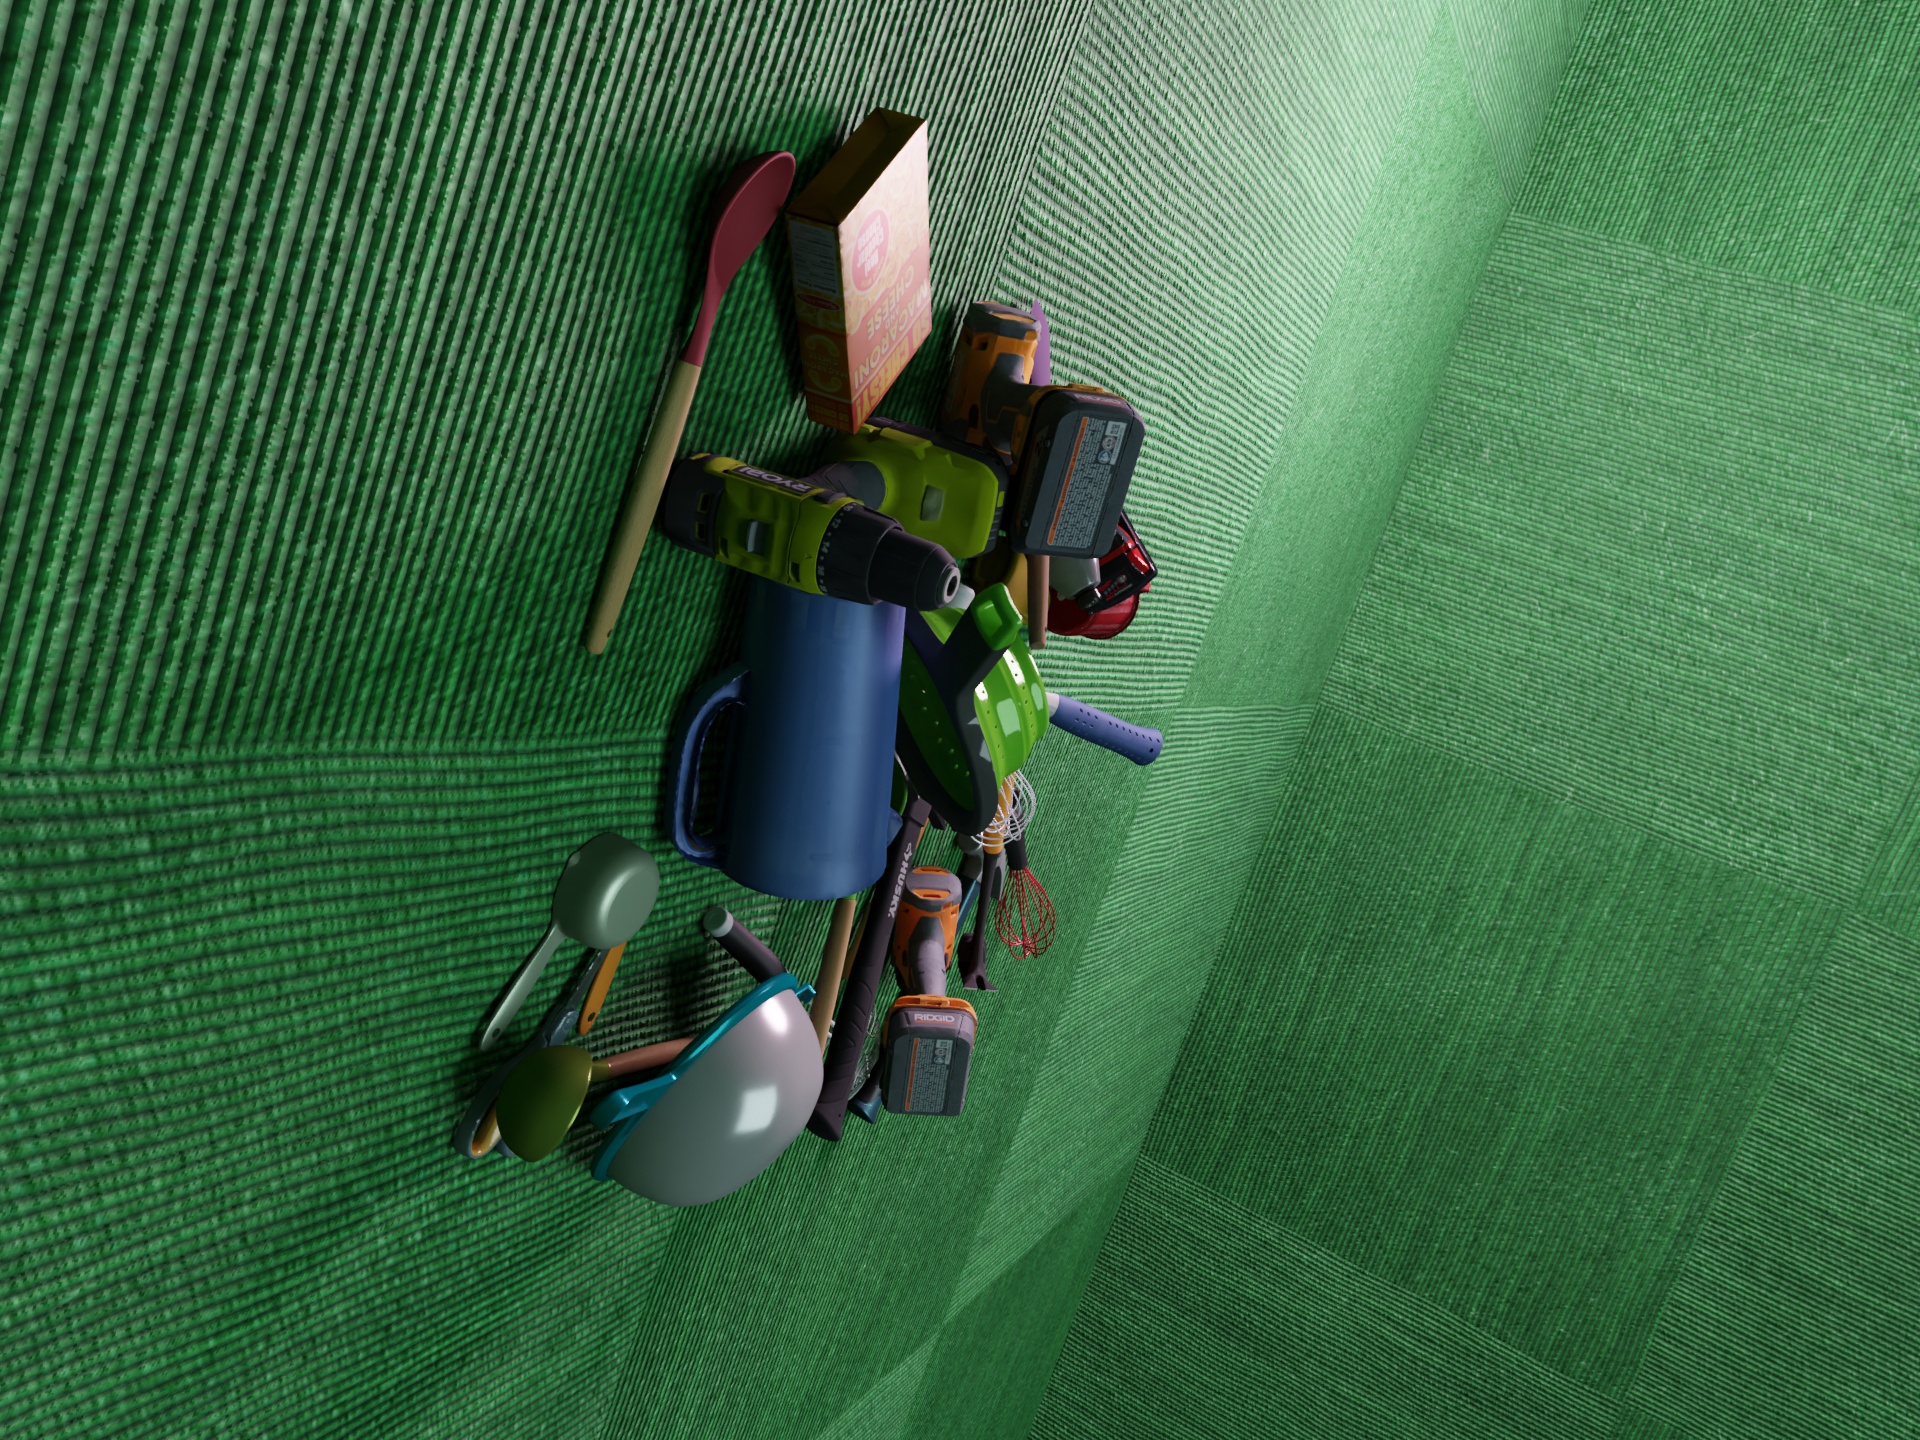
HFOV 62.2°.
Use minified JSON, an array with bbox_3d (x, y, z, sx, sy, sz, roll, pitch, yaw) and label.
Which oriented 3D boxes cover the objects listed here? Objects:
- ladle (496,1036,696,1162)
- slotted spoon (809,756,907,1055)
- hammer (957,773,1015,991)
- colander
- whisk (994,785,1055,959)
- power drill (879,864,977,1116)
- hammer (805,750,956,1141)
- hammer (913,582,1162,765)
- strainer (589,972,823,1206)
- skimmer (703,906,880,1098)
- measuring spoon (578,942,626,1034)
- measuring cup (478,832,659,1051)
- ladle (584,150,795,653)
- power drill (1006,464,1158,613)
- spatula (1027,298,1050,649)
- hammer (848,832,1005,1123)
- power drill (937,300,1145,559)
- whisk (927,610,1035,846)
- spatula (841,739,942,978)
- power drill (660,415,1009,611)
[{"bbox_3d":[-0.238,0.257,1.145,0.078,0.062,0.320,-54,166,3],"label":"ladle"},{"bbox_3d":[-0.103,0.174,1.333,0.031,0.070,0.314,61,41,-87],"label":"slotted spoon"},{"bbox_3d":[0.035,0.100,1.585,0.127,0.034,0.337,-113,-151,-79],"label":"hammer"},{"bbox_3d":[0.021,-0.039,1.164,0.094,0.204,0.397,-24,173,-16],"label":"colander"},{"bbox_3d":[0.067,0.175,1.812,0.073,0.073,0.295,-51,147,-34],"label":"whisk"},{"bbox_3d":[-0.034,0.270,1.531,0.227,0.084,0.164,-93,-171,-56],"label":"power drill"},{"bbox_3d":[-0.074,0.201,1.400,0.146,0.035,0.335,41,60,-55],"label":"hammer"},{"bbox_3d":[0.077,-0.011,1.527,0.405,0.035,0.144,21,94,-51],"label":"hammer"},{"bbox_3d":[-0.180,0.291,1.153,0.211,0.095,0.340,-47,171,-2],"label":"strainer"},{"bbox_3d":[-0.158,0.243,1.388,0.127,0.090,0.362,-63,148,-22],"label":"skimmer"},{"bbox_3d":[-0.245,0.172,1.134,0.117,0.011,0.021,-67,158,0],"label":"measuring spoon"},{"bbox_3d":[-0.256,0.152,1.051,0.168,0.038,0.083,-59,157,-25],"label":"measuring cup"},{"bbox_3d":[-0.167,-0.186,0.940,0.069,0.031,0.315,-25,137,-76],"label":"ladle"},{"bbox_3d":[0.103,-0.160,1.428,0.078,0.143,0.219,-31,171,16],"label":"power drill"},{"bbox_3d":[0.062,-0.202,1.271,0.059,0.018,0.316,49,38,-60],"label":"spatula"},{"bbox_3d":[-0.036,0.274,1.696,0.331,0.033,0.128,-64,157,-6],"label":"hammer"},{"bbox_3d":[0.041,-0.195,1.194,0.084,0.226,0.185,2,119,-25],"label":"power drill"},{"bbox_3d":[-0.003,-0.004,1.368,0.070,0.070,0.284,-50,129,-37],"label":"whisk"},{"bbox_3d":[-0.035,0.101,1.513,0.081,0.041,0.322,30,84,-51],"label":"spatula"},{"bbox_3d":[-0.057,-0.133,1.037,0.228,0.191,0.080,-35,141,-60],"label":"power drill"}]
